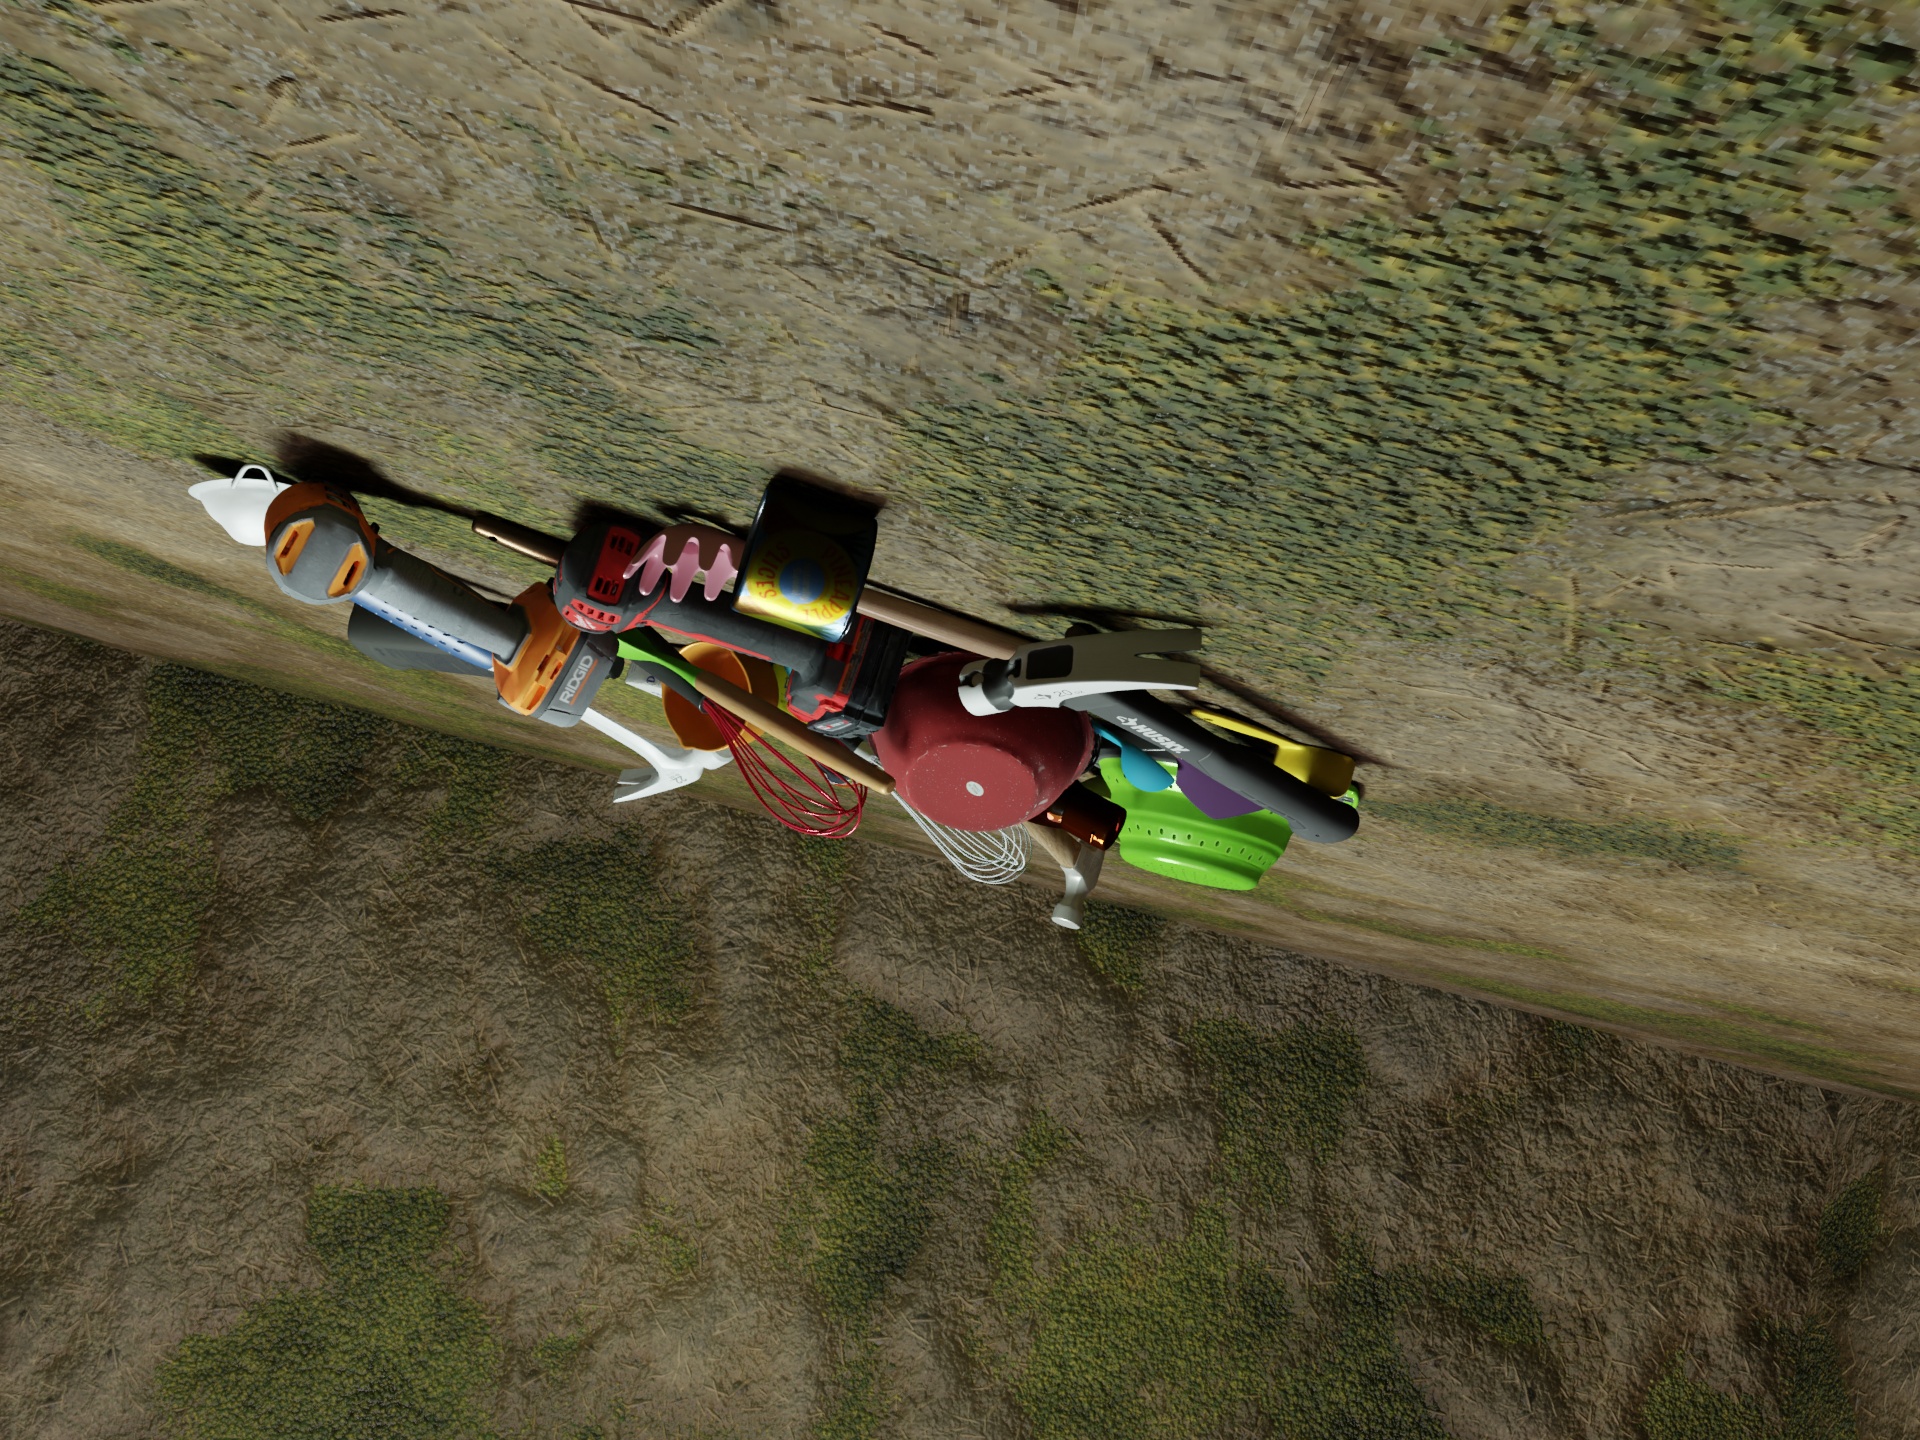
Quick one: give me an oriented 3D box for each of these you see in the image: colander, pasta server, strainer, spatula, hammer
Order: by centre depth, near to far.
[{"bbox_3d":[-0.044,-0.060,0.957,0.316,0.040,0.060,17,160,-22],"label":"pasta server"},{"bbox_3d":[0.159,0.019,0.991,0.146,0.035,0.334,-10,155,40],"label":"hammer"},{"bbox_3d":[0.139,0.009,1.045,0.060,0.018,0.315,-16,151,24],"label":"spatula"},{"bbox_3d":[-0.189,-0.070,1.109,0.317,0.044,0.082,22,145,-30],"label":"spatula"},{"bbox_3d":[-0.519,-0.148,1.175,0.086,0.050,0.258,2,180,-23],"label":"strainer"},{"bbox_3d":[0.111,0.061,1.275,0.397,0.094,0.204,12,171,13],"label":"colander"},{"bbox_3d":[-0.389,-0.043,1.346,0.144,0.035,0.405,-26,134,38],"label":"hammer"},{"bbox_3d":[0.063,0.085,1.519,0.031,0.130,0.331,9,159,32],"label":"hammer"}]

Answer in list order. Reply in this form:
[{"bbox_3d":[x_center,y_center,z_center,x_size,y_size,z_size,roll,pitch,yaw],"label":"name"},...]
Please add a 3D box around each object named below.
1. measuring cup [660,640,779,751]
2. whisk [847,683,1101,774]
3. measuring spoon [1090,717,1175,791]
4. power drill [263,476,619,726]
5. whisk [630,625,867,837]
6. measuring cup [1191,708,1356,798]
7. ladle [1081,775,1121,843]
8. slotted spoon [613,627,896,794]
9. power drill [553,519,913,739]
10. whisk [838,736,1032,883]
[{"bbox_3d":[-0.219,-0.043,1.280,0.174,0.095,0.052,34,-161,23],"label":"measuring cup"},{"bbox_3d":[-0.002,-0.003,1.146,0.238,0.055,0.055,14,172,-21],"label":"whisk"},{"bbox_3d":[0.098,0.017,1.117,0.129,0.021,0.042,35,174,41],"label":"measuring spoon"},{"bbox_3d":[-0.357,-0.089,1.074,0.226,0.084,0.164,28,-175,-30],"label":"power drill"},{"bbox_3d":[-0.175,-0.006,1.197,0.296,0.073,0.073,36,-178,29],"label":"whisk"},{"bbox_3d":[0.210,0.024,1.091,0.156,0.029,0.062,19,170,-37],"label":"measuring cup"},{"bbox_3d":[0.057,0.072,1.379,0.078,0.062,0.320,21,-171,41],"label":"ladle"},{"bbox_3d":[-0.168,-0.019,1.135,0.314,0.031,0.070,28,-178,29],"label":"slotted spoon"},{"bbox_3d":[-0.153,-0.060,1.020,0.219,0.078,0.143,20,170,-17],"label":"power drill"},{"bbox_3d":[-0.058,0.048,1.407,0.284,0.070,0.070,35,173,8],"label":"whisk"}]
